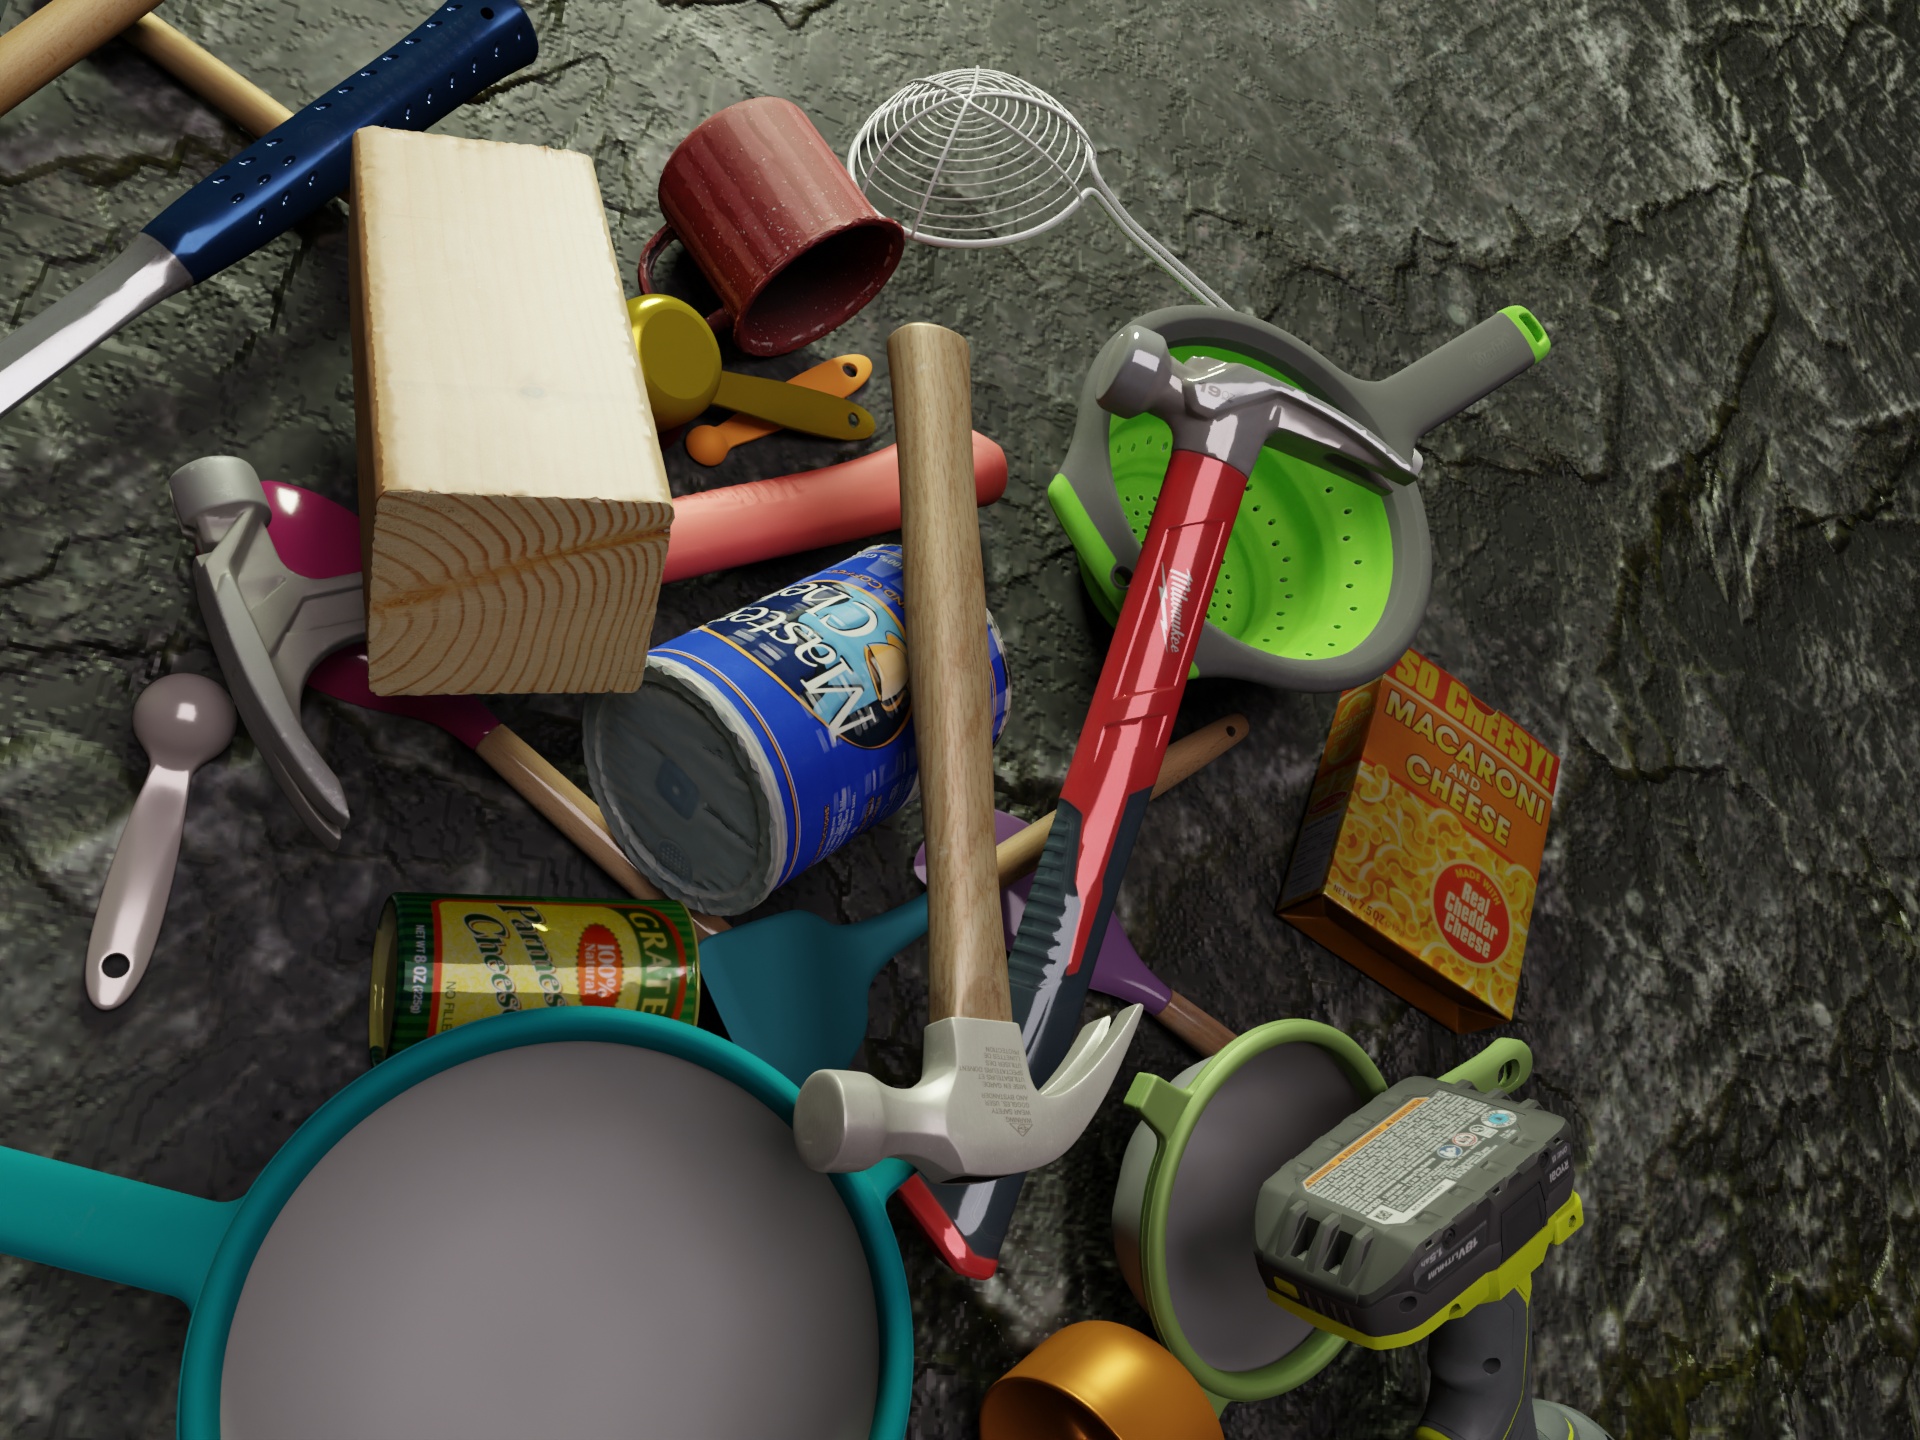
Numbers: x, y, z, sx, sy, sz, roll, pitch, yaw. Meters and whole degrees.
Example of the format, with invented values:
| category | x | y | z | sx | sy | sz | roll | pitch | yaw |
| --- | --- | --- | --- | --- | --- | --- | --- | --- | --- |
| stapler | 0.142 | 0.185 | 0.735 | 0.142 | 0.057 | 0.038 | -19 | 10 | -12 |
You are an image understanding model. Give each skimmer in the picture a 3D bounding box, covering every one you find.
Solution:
| category | x | y | z | sx | sy | sz | roll | pitch | yaw |
| --- | --- | --- | --- | --- | --- | --- | --- | --- | --- |
| skimmer | 0.106 | -0.226 | 0.876 | 0.363 | 0.090 | 0.127 | 32 | 54 | -25 |

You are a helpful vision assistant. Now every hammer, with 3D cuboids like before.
| category | x | y | z | sx | sy | sz | roll | pitch | yaw |
| --- | --- | --- | --- | --- | --- | --- | --- | --- | --- |
| hammer | 0.073 | 0.035 | 0.648 | 0.143 | 0.038 | 0.386 | 21 | 77 | -11 |
| hammer | -0.302 | -0.162 | 0.598 | 0.144 | 0.035 | 0.406 | 41 | 60 | -7 |
| hammer | -0.001 | -0.002 | 0.582 | 0.130 | 0.031 | 0.332 | 14 | 61 | -35 |
| hammer | -0.119 | -0.066 | 0.661 | 0.359 | 0.036 | 0.149 | -18 | 74 | -37 |

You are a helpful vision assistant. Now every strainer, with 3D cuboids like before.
| category | x | y | z | sx | sy | sz | roll | pitch | yaw |
| --- | --- | --- | --- | --- | --- | --- | --- | --- | --- |
| strainer | -0.187 | 0.188 | 0.504 | 0.340 | 0.095 | 0.211 | 16 | 59 | -3 |
| strainer | 0.151 | 0.183 | 0.691 | 0.256 | 0.069 | 0.151 | -15 | 101 | -37 |

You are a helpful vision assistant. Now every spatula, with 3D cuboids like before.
| category | x | y | z | sx | sy | sz | roll | pitch | yaw |
| --- | --- | --- | --- | --- | --- | --- | --- | --- | --- |
| spatula | 0.025 | 0.062 | 0.679 | 0.317 | 0.044 | 0.082 | -28 | 92 | -33 |
| spatula | 0.112 | 0.141 | 0.723 | 0.316 | 0.018 | 0.060 | 38 | 57 | -8 |

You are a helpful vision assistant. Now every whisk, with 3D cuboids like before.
| category | x | y | z | sx | sy | sz | roll | pitch | yaw |
| --- | --- | --- | --- | --- | --- | --- | --- | --- | --- |
| whisk | -0.317 | -0.318 | 0.646 | 0.051 | 0.047 | 0.245 | 42 | 70 | -5 |

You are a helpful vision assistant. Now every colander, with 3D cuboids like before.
| category | x | y | z | sx | sy | sz | roll | pitch | yaw |
| --- | --- | --- | --- | --- | --- | --- | --- | --- | --- |
| colander | 0.181 | -0.129 | 0.833 | 0.397 | 0.094 | 0.204 | -32 | 87 | -35 |

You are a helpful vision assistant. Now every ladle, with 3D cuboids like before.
| category | x | y | z | sx | sy | sz | roll | pitch | yaw |
| --- | --- | --- | --- | --- | --- | --- | --- | --- | --- |
| ladle | -0.248 | -0.222 | 0.680 | 0.315 | 0.031 | 0.069 | 36 | 58 | -9 |

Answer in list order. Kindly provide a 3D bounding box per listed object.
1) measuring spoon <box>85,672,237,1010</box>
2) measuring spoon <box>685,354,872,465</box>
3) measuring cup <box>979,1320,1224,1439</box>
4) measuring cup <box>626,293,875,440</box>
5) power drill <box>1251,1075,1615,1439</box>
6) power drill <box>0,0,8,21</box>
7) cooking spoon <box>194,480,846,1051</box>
| category | x | y | z | sx | sy | sz | roll | pitch | yaw |
| --- | --- | --- | --- | --- | --- | --- | --- | --- | --- |
| measuring spoon | -0.279 | 0.038 | 0.551 | 0.034 | 0.018 | 0.124 | 14 | 63 | -23 |
| measuring spoon | -0.082 | -0.150 | 0.747 | 0.117 | 0.011 | 0.021 | -36 | 89 | -35 |
| measuring cup | 0.069 | 0.309 | 0.599 | 0.052 | 0.095 | 0.173 | -27 | 103 | -43 |
| measuring cup | -0.092 | -0.149 | 0.710 | 0.156 | 0.029 | 0.062 | 6 | 82 | -42 |
| power drill | 0.185 | 0.279 | 0.629 | 0.190 | 0.080 | 0.228 | -22 | 107 | -34 |
| power drill | -0.447 | -0.257 | 0.501 | 0.223 | 0.080 | 0.171 | 35 | 54 | 17 |
| cooking spoon | -0.165 | 0.023 | 0.621 | 0.319 | 0.017 | 0.069 | 43 | 55 | -5 |
